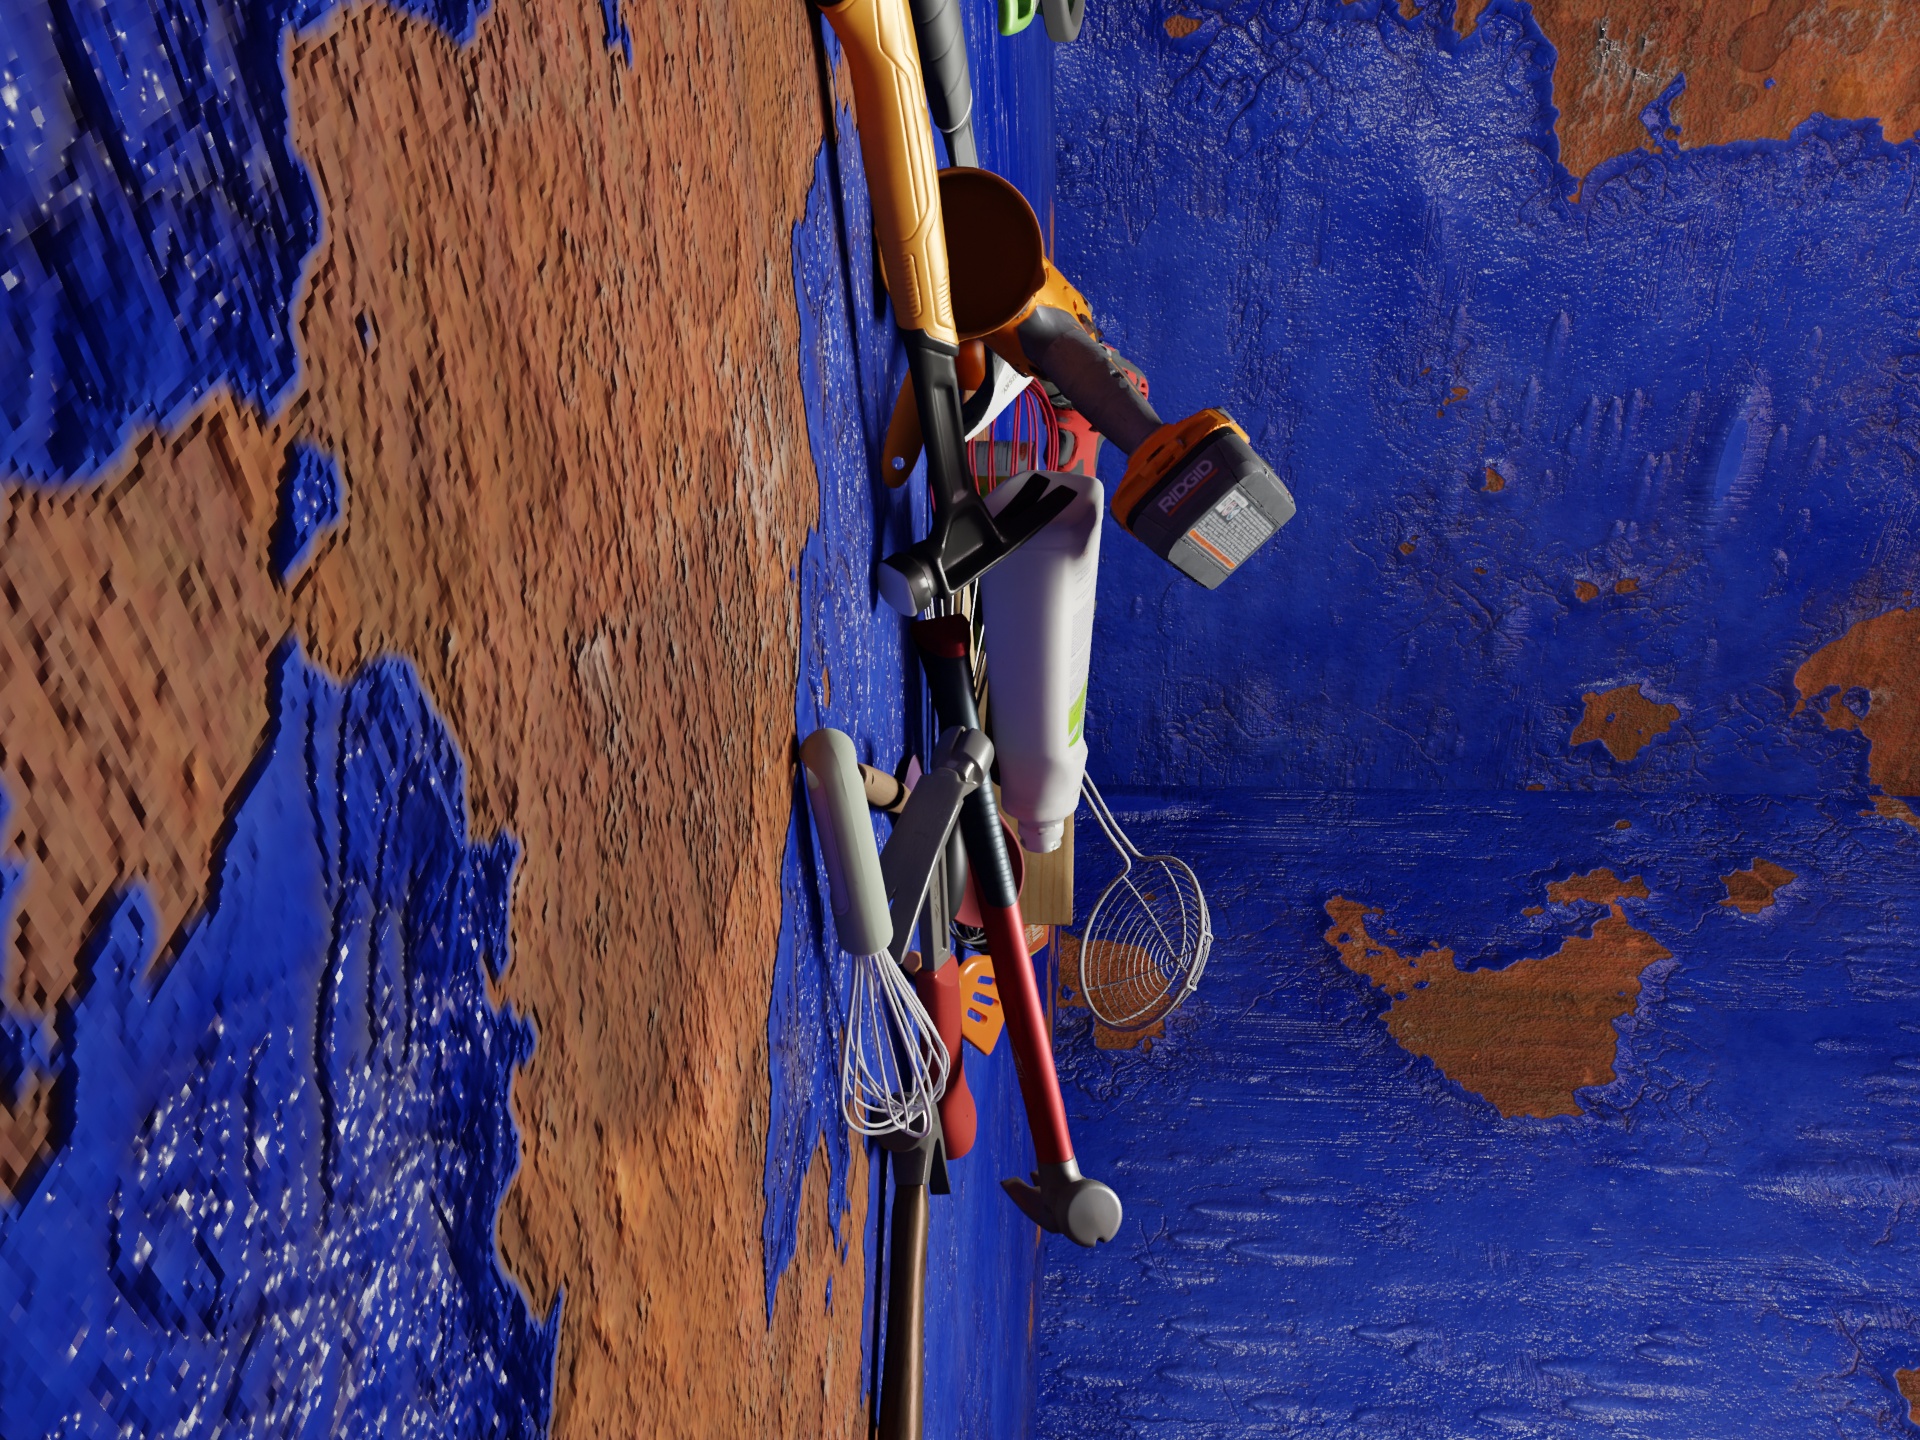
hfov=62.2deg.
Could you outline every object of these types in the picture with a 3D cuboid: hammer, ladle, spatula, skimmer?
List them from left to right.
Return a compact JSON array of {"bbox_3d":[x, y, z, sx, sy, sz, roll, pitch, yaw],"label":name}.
[{"bbox_3d":[-0.036,0.040,0.879,0.316,0.018,0.060,50,40,-83],"label":"spatula"},{"bbox_3d":[-0.033,0.377,0.885,0.130,0.031,0.331,65,26,-75],"label":"hammer"},{"bbox_3d":[-0.016,0.171,0.933,0.358,0.037,0.149,88,20,-48],"label":"hammer"},{"bbox_3d":[-0.013,-0.211,0.775,0.127,0.034,0.336,-37,139,-25],"label":"hammer"},{"bbox_3d":[-0.005,-0.334,0.916,0.149,0.036,0.408,-56,153,-25],"label":"hammer"},{"bbox_3d":[-0.001,0.186,1.118,0.322,0.041,0.081,62,45,-74],"label":"spatula"},{"bbox_3d":[0.002,-0.016,1.090,0.031,0.069,0.315,-166,-109,-75],"label":"ladle"},{"bbox_3d":[0.022,0.125,1.003,0.143,0.038,0.386,161,-83,-74],"label":"hammer"},{"bbox_3d":[0.066,0.043,1.139,0.090,0.127,0.363,-23,82,-47],"label":"skimmer"}]

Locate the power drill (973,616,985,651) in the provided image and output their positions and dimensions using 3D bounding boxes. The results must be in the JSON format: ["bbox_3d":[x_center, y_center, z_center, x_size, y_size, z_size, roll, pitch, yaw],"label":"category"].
[{"bbox_3d":[0.054,-0.093,1.471,0.223,0.080,0.171,-35,126,-79],"label":"power drill"}]

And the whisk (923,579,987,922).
[{"bbox_3d":[-0.003,-0.003,1.051,0.070,0.070,0.284,-44,139,-82],"label":"whisk"}]

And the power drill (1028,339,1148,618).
[{"bbox_3d":[0.067,-0.187,1.230,0.187,0.080,0.226,-2,109,-62],"label":"power drill"}]

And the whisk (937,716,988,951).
[{"bbox_3d":[0.004,0.050,1.132,0.055,0.055,0.239,-64,149,-76],"label":"whisk"}]

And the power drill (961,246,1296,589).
[{"bbox_3d":[0.094,-0.185,0.944,0.227,0.084,0.164,51,14,21],"label":"power drill"}]

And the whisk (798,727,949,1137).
[{"bbox_3d":[-0.043,0.104,0.722,0.058,0.059,0.246,41,-32,47],"label":"whisk"}]

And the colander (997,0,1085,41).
[{"bbox_3d":[0.022,-0.527,1.041,0.397,0.094,0.204,-76,166,-48],"label":"colander"}]

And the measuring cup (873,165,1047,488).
[{"bbox_3d":[-0.012,-0.213,0.872,0.052,0.095,0.173,-86,-167,-74],"label":"measuring cup"}]

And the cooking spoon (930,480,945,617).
[{"bbox_3d":[-0.008,-0.093,1.134,0.069,0.017,0.318,-67,156,-72],"label":"cooking spoon"}]

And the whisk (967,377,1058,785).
[{"bbox_3d":[0.032,-0.101,1.118,0.073,0.073,0.296,-10,101,-84],"label":"whisk"}]
